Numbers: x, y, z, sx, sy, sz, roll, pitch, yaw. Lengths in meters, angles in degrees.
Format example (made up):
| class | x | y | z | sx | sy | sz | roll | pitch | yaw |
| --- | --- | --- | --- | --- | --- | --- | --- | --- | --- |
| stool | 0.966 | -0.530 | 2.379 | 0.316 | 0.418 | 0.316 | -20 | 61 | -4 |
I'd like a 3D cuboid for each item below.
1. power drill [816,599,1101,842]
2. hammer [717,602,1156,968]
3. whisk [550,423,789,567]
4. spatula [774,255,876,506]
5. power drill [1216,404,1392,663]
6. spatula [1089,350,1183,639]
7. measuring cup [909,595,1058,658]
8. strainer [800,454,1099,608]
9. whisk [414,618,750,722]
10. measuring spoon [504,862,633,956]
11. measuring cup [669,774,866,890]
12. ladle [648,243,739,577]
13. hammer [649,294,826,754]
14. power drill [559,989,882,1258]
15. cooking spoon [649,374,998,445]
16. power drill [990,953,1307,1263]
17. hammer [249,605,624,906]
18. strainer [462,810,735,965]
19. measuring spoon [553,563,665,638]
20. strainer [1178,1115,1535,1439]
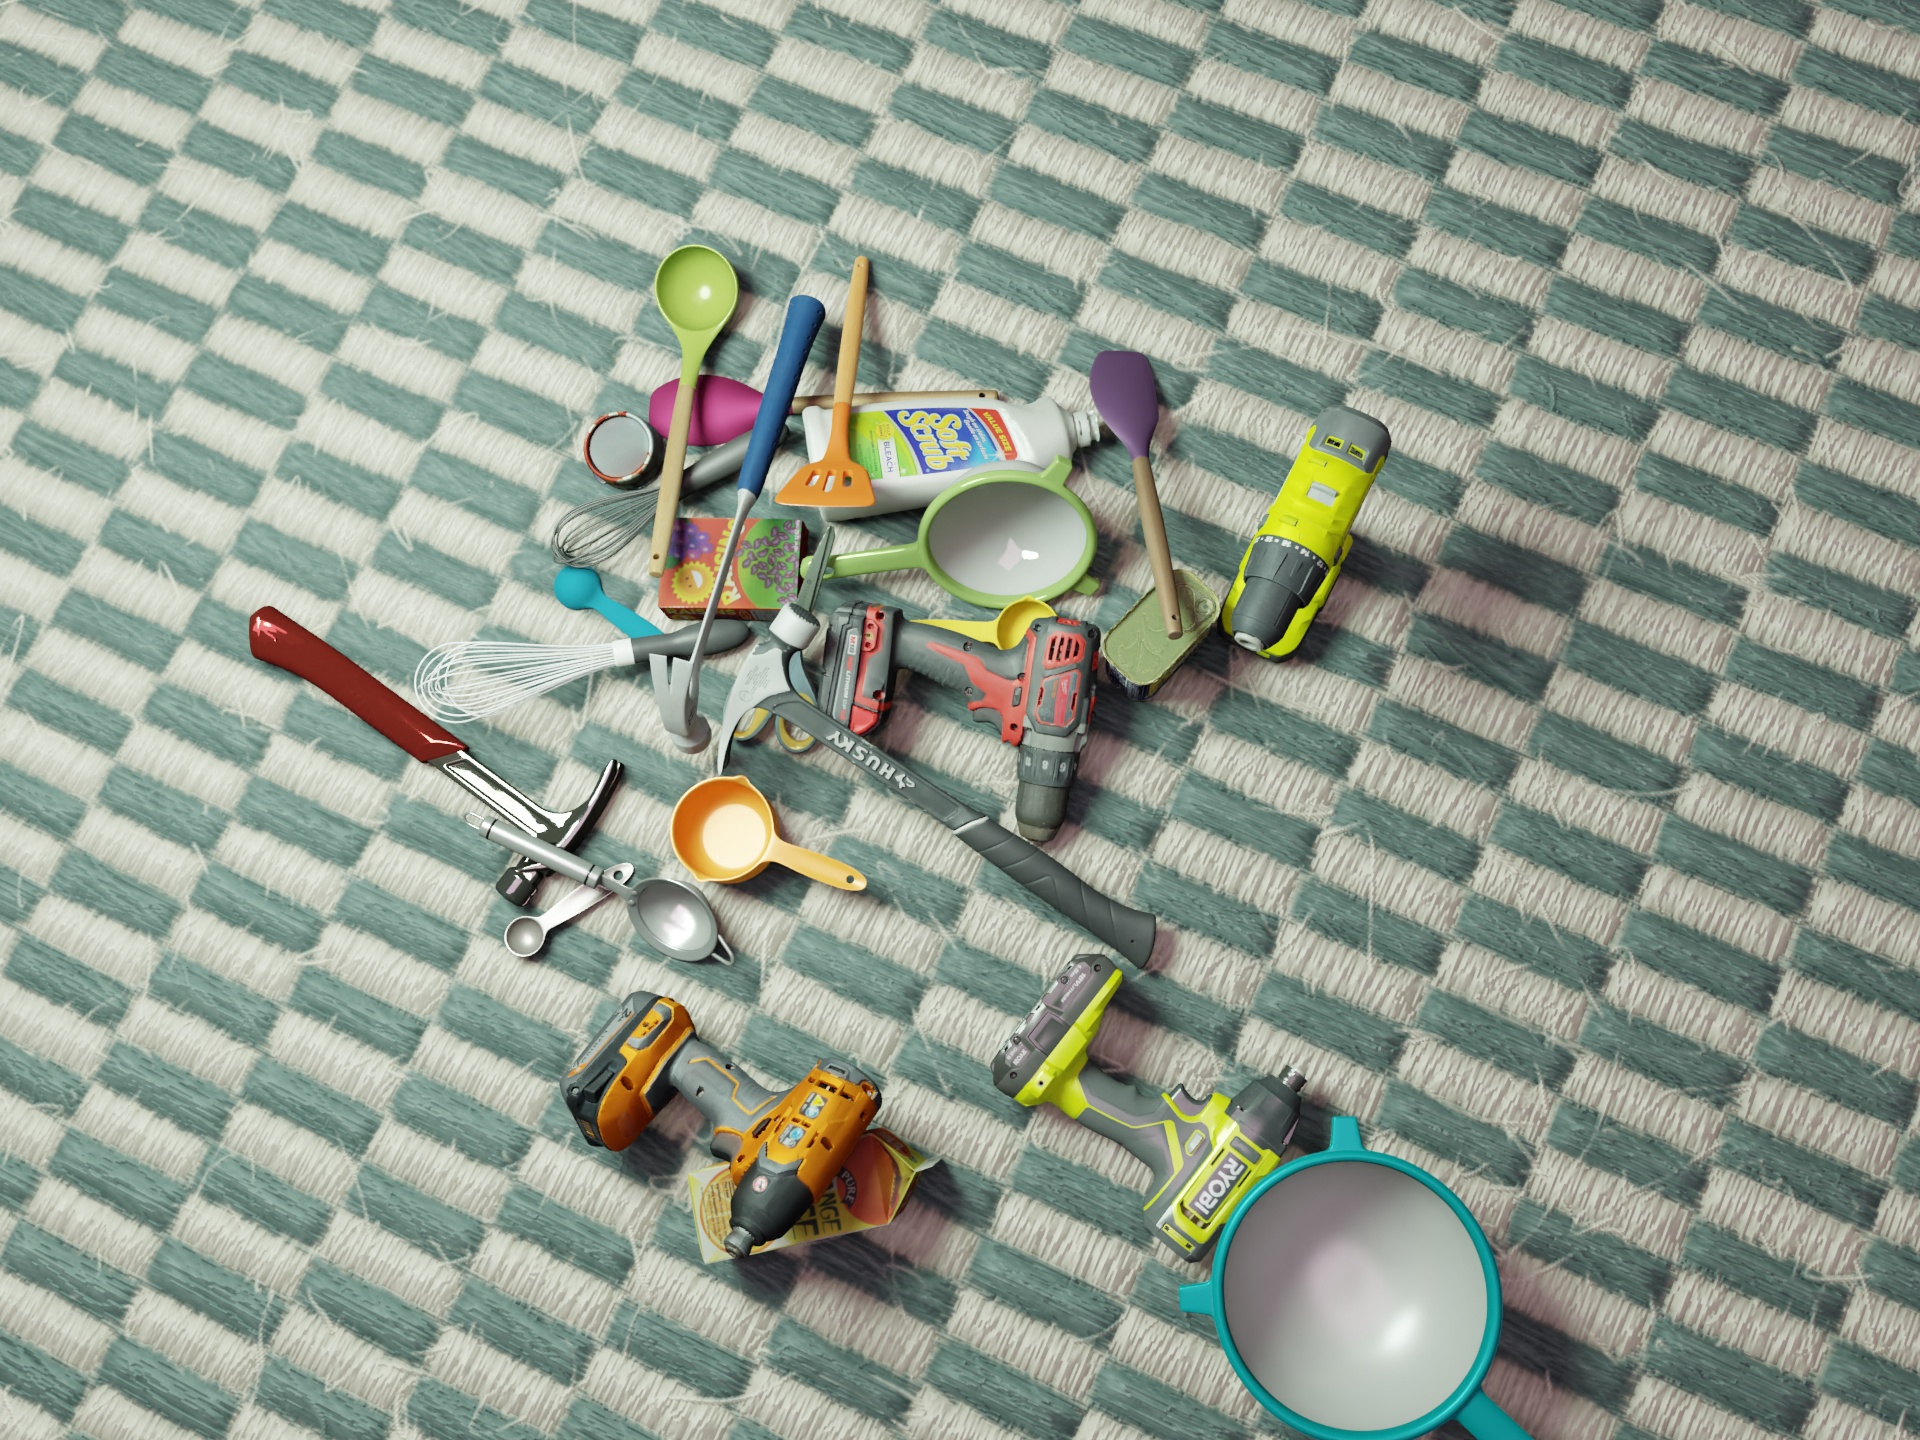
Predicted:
| class | x | y | z | sx | sy | sz | roll | pitch | yaw |
| --- | --- | --- | --- | --- | --- | --- | --- | --- | --- |
| power drill | -0.002 | -0.004 | 1.326 | 0.226 | 0.080 | 0.188 | 9 | 98 | 5 |
| hammer | -0.012 | 0.078 | 1.290 | 0.409 | 0.036 | 0.149 | 34 | 103 | -4 |
| whisk | -0.257 | -0.203 | 1.410 | 0.239 | 0.055 | 0.055 | -29 | 78 | -4 |
| spatula | -0.099 | -0.292 | 1.360 | 0.081 | 0.041 | 0.323 | 2 | 56 | 3 |
| power drill | 0.261 | -0.124 | 1.258 | 0.080 | 0.228 | 0.190 | 26 | 82 | 9 |
| spatula | 0.153 | -0.198 | 1.336 | 0.059 | 0.018 | 0.316 | -1 | 57 | -9 |
| measuring cup | 0.013 | -0.076 | 1.377 | 0.156 | 0.029 | 0.062 | 1 | 88 | 17 |
| strainer | -0.011 | -0.163 | 1.359 | 0.256 | 0.151 | 0.069 | -7 | 47 | 11 |
| whisk | -0.322 | -0.054 | 1.364 | 0.284 | 0.070 | 0.070 | -11 | 78 | -12 |
| measuring spoon | -0.332 | 0.160 | 1.361 | 0.124 | 0.018 | 0.034 | -33 | 78 | -9 |
| measuring cup | -0.157 | 0.109 | 1.337 | 0.173 | 0.052 | 0.095 | 21 | 81 | 6 |
| ladle | -0.246 | -0.274 | 1.388 | 0.078 | 0.062 | 0.320 | 1 | 67 | 8 |
| hammer | -0.181 | -0.180 | 1.329 | 0.035 | 0.144 | 0.406 | 13 | 71 | 4 |
| power drill | -0.195 | 0.311 | 1.228 | 0.226 | 0.084 | 0.164 | 16 | 48 | 26 |
| cooking spoon | -0.125 | -0.285 | 1.429 | 0.319 | 0.017 | 0.069 | -1 | 79 | 5 |
| power drill | 0.151 | 0.292 | 1.264 | 0.223 | 0.080 | 0.171 | 38 | 85 | 7 |
| hammer | -0.473 | 0.002 | 1.390 | 0.359 | 0.036 | 0.149 | 35 | 83 | 10 |
| strainer | -0.298 | 0.132 | 1.330 | 0.258 | 0.086 | 0.050 | 25 | 37 | -1 |
| measuring spoon | -0.307 | -0.097 | 1.403 | 0.129 | 0.021 | 0.042 | 34 | 83 | 10 |
| strainer | 0.342 | 0.473 | 1.202 | 0.340 | 0.095 | 0.211 | 43 | 87 | 9 |
